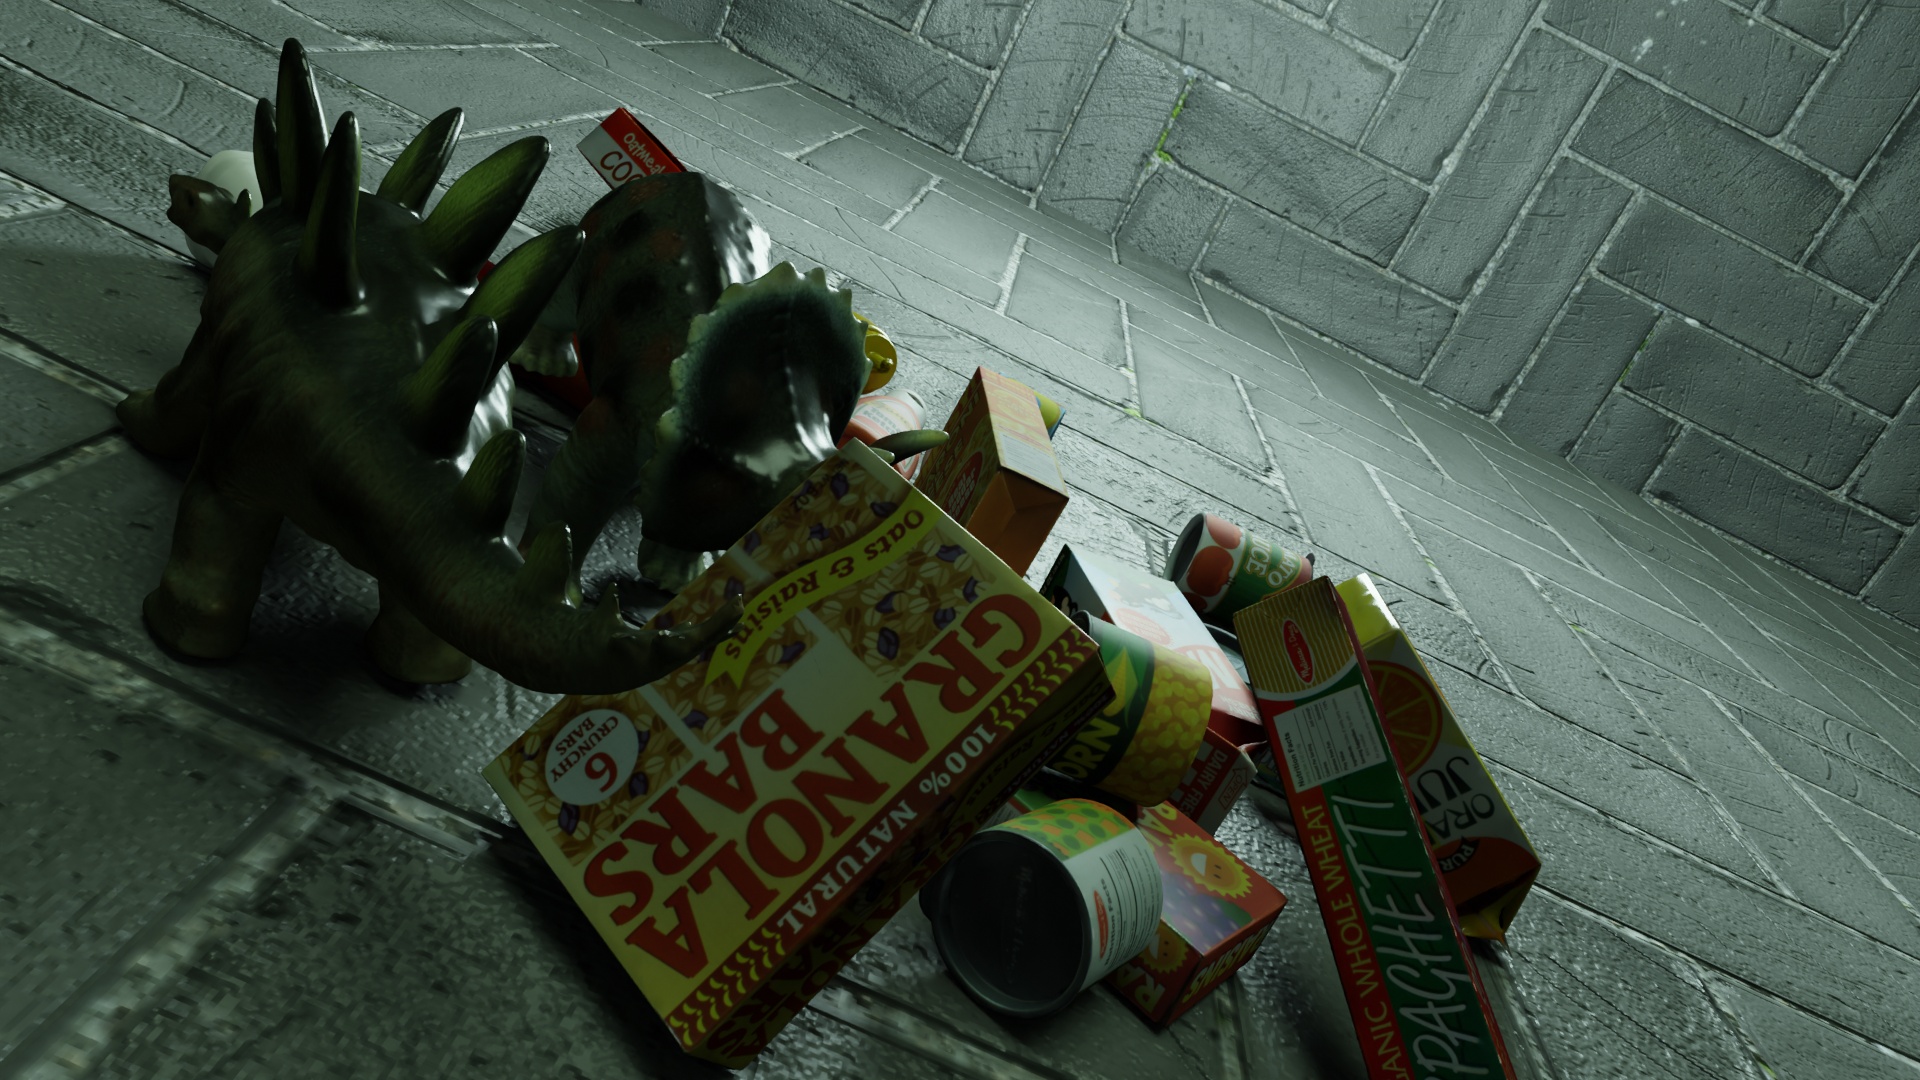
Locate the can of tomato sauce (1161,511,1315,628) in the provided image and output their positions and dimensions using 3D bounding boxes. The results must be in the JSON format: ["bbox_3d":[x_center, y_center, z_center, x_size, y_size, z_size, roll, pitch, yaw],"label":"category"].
[{"bbox_3d":[0.190,0.024,0.954,0.083,0.071,0.071,24,20,-6],"label":"can of tomato sauce"}]

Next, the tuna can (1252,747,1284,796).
[{"bbox_3d":[0.185,0.116,0.778,0.071,0.032,0.071,24,20,-9],"label":"tuna can"}]

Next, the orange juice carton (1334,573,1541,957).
[{"bbox_3d":[0.225,0.119,0.699,0.192,0.073,0.072,55,13,-15],"label":"orange juice carton"}]

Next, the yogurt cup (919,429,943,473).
[{"bbox_3d":[0.015,-0.040,0.909,0.072,0.072,0.054,40,15,32],"label":"yogurt cup"}]

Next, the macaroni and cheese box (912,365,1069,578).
[{"bbox_3d":[0.003,-0.009,0.729,0.040,0.123,0.167,25,20,-13],"label":"macaroni and cheese box"}]

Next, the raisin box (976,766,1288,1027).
[{"bbox_3d":[0.062,0.134,0.575,0.123,0.040,0.086,36,21,28],"label":"raisin box"}]

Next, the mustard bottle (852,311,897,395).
[{"bbox_3d":[-0.082,-0.129,0.958,0.049,0.065,0.160,16,6,-33],"label":"mustard bottle"}]

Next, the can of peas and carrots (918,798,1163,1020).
[{"bbox_3d":[0.030,0.131,0.506,0.071,0.070,0.059,37,22,27],"label":"can of peas and carrots"}]

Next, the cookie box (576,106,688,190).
[{"bbox_3d":[-0.154,-0.177,0.863,0.123,0.040,0.167,47,-2,26],"label":"cookie box"}]

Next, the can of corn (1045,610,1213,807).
[{"bbox_3d":[0.064,0.072,0.576,0.058,0.071,0.071,23,20,-9],"label":"can of corn"}]

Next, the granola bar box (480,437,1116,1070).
[{"bbox_3d":[-0.052,0.062,0.446,0.124,0.166,0.039,40,-13,31],"label":"granola bar box"}]

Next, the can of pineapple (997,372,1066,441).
[{"bbox_3d":[0.040,-0.085,1.040,0.058,0.070,0.071,29,20,3],"label":"can of pineapple"}]

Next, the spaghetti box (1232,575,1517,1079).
[{"bbox_3d":[0.167,0.127,0.571,0.028,0.050,0.251,45,28,-45],"label":"spaghetti box"}]

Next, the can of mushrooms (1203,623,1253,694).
[{"bbox_3d":[0.151,0.078,0.827,0.071,0.033,0.071,23,21,-9],"label":"can of mushrooms"}]

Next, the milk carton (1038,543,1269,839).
[{"bbox_3d":[0.091,0.083,0.686,0.073,0.072,0.191,20,21,-22],"label":"milk carton"}]

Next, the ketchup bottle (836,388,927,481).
[{"bbox_3d":[-0.053,-0.068,0.916,0.064,0.043,0.149,45,19,-6],"label":"ketchup bottle"}]

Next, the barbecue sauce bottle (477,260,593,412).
[{"bbox_3d":[-0.256,-0.122,0.803,0.149,0.043,0.065,33,22,16],"label":"barbecue sauce bottle"}]
